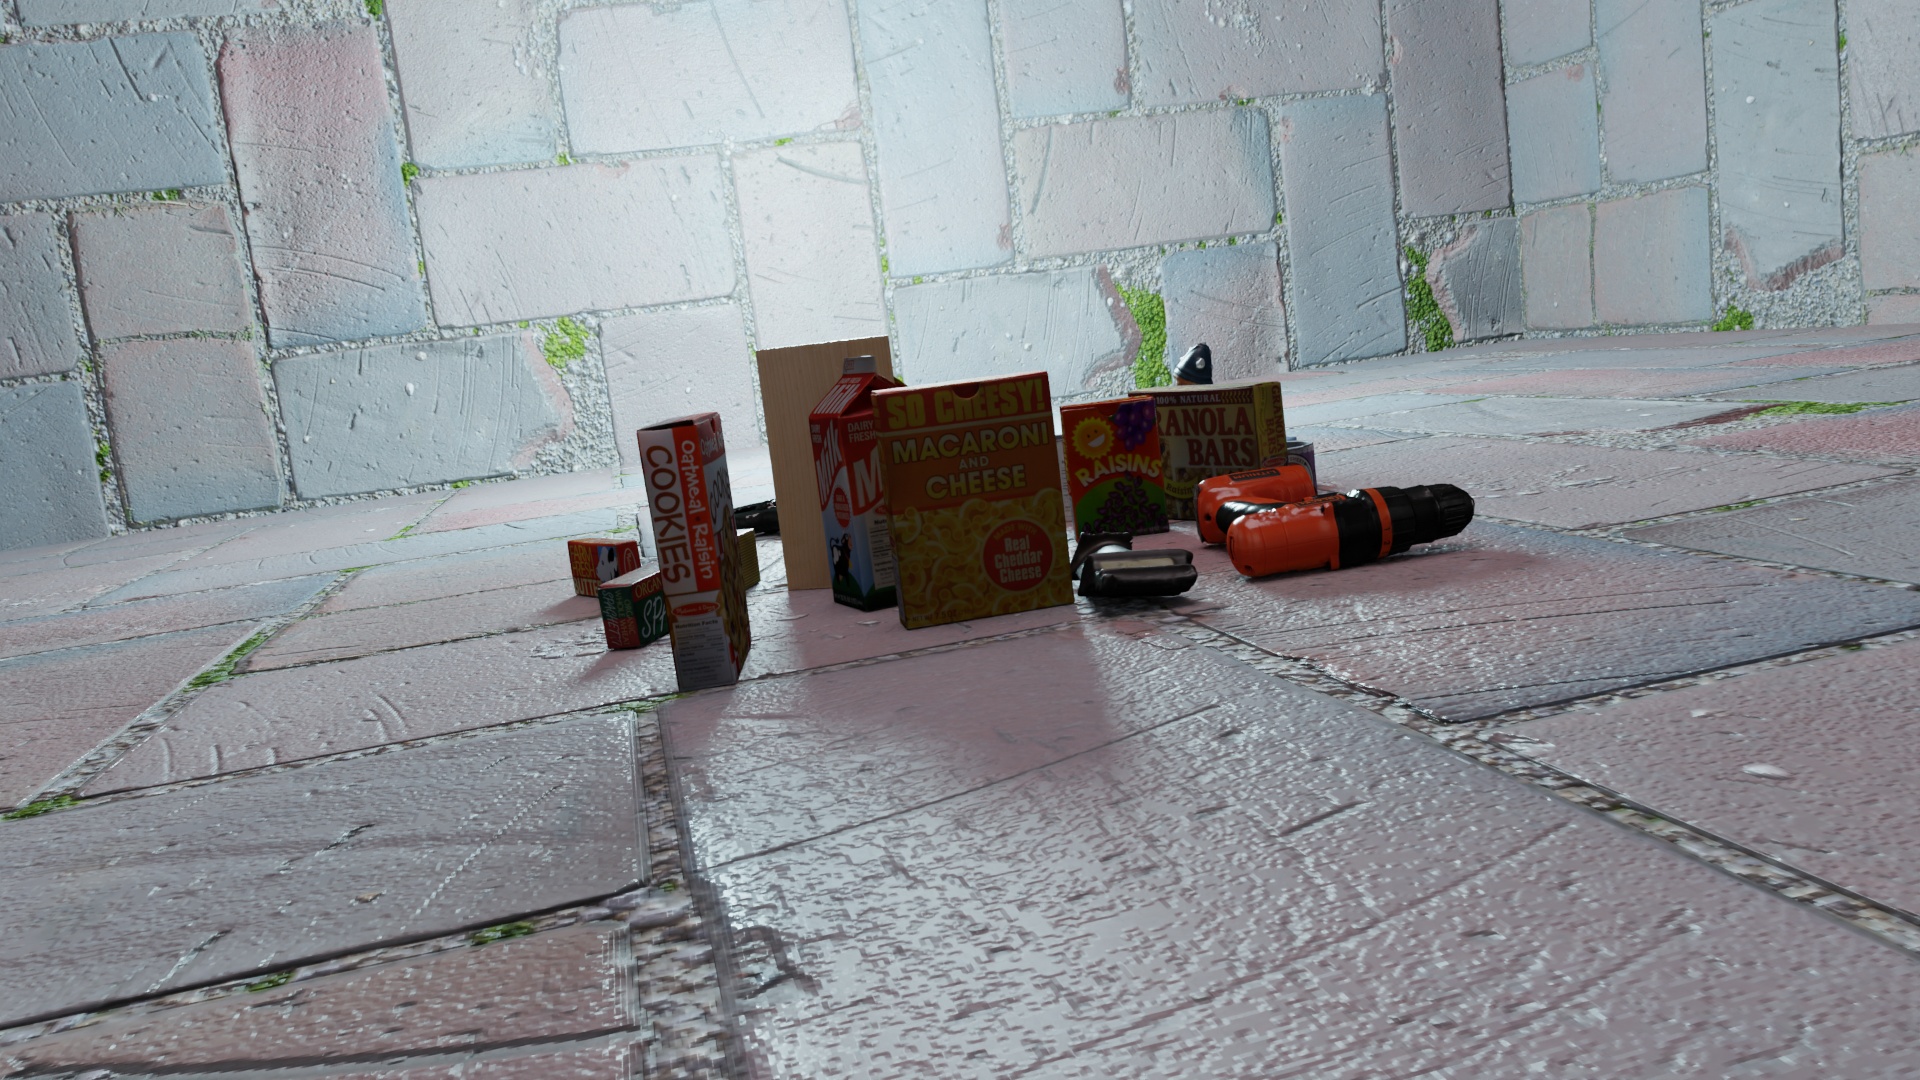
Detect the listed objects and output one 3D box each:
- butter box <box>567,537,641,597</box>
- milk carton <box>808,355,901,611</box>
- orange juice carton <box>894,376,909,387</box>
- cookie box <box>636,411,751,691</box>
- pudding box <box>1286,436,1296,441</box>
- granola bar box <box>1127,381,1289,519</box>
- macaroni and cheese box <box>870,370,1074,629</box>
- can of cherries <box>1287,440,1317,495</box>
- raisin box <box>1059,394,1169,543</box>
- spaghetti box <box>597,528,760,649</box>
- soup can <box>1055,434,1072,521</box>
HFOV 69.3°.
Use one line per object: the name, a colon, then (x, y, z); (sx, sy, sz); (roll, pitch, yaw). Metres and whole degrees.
butter box: (-0.326, 0.025, 1.273); (0.024, 0.053, 0.103); (-14, 11, -39)
milk carton: (-0.067, -0.048, 1.077); (0.073, 0.190, 0.072); (-11, 9, -24)
orange juice carton: (-0.079, -0.091, 1.369); (0.073, 0.192, 0.072); (-9, 8, -10)
cookie box: (-0.171, 0.002, 0.913); (0.040, 0.167, 0.123); (-8, 8, -2)
pudding box: (0.321, -0.078, 1.432); (0.030, 0.049, 0.084); (-2, 10, 34)
granola bar box: (0.227, -0.081, 1.283); (0.039, 0.124, 0.165); (-12, 10, -34)
macaroni and cheese box: (0.009, -0.030, 0.979); (0.124, 0.166, 0.040); (-9, 8, -10)
can of cherries: (0.302, -0.061, 1.308); (0.071, 0.058, 0.071); (-7, 8, 1)
raisin box: (0.138, -0.065, 1.252); (0.086, 0.123, 0.040); (-7, 8, 2)
spaghetti box: (-0.222, 0.035, 1.131); (0.028, 0.050, 0.251); (-5, 9, 14)
soup can: (0.111, -0.065, 1.410); (0.071, 0.083, 0.071); (-7, 8, 1)
